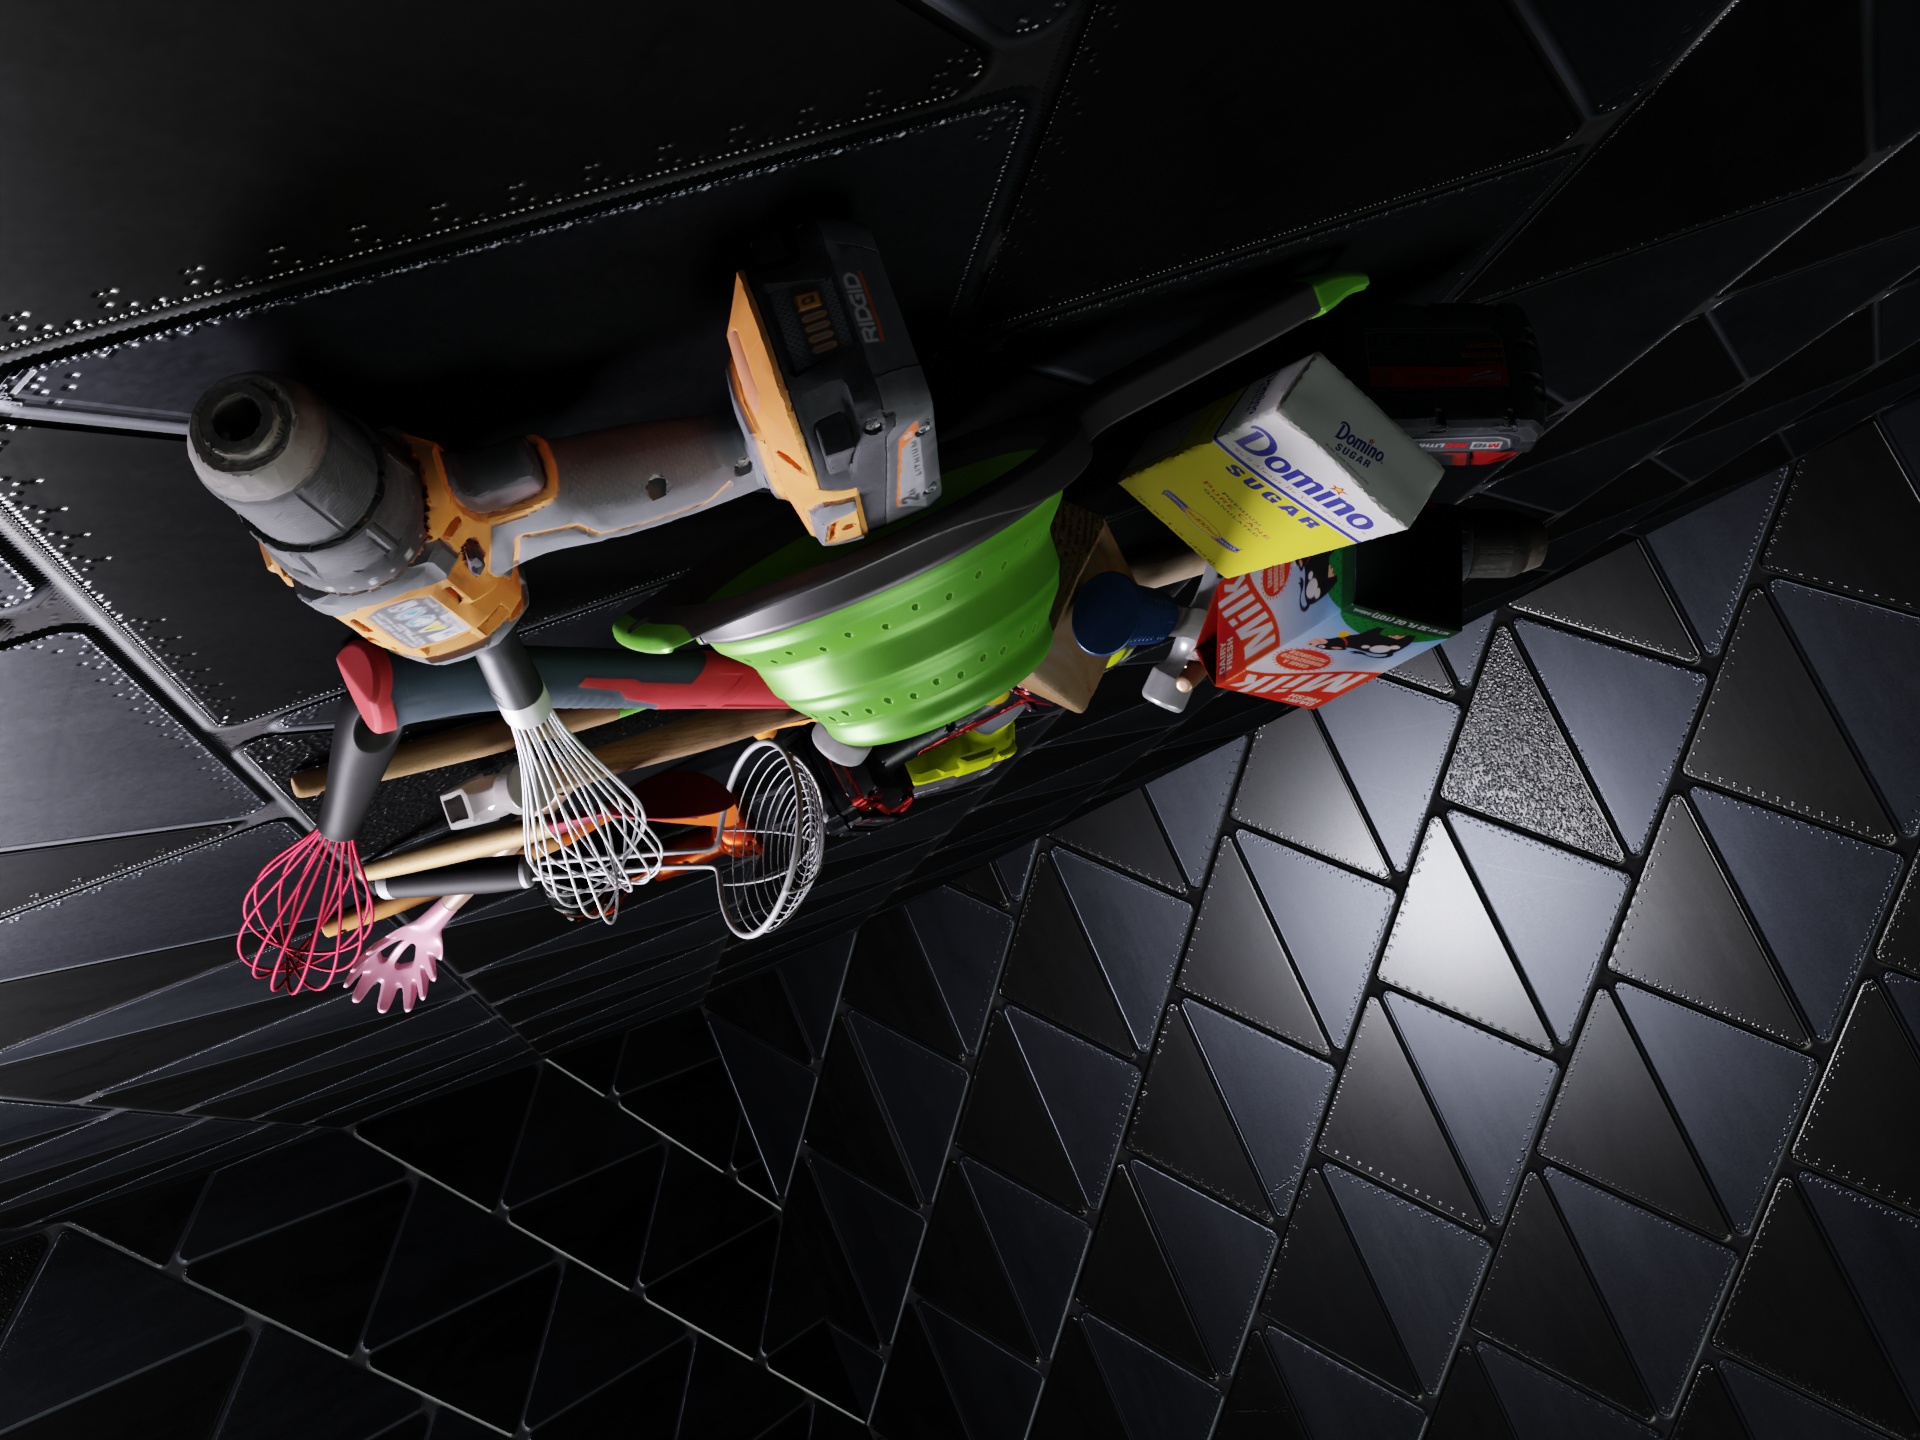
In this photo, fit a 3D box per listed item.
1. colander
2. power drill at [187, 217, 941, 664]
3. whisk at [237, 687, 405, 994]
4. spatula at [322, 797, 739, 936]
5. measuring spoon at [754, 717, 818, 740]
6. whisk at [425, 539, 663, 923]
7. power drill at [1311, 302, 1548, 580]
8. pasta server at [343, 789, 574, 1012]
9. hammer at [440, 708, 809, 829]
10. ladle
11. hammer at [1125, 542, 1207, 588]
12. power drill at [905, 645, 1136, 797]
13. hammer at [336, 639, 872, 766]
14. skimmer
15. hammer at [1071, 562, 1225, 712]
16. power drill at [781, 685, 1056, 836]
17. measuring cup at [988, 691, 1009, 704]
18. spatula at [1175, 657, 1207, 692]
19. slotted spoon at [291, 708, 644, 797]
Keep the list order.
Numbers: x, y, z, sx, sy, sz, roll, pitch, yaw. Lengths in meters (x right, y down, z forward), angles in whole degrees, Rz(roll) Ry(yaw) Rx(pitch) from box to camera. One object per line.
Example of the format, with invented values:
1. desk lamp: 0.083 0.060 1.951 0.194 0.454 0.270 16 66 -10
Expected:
1. colander: 0.042 -0.092 0.728 0.397 0.094 0.205 -30 -162 -18
2. power drill: -0.126 -0.093 0.537 0.226 0.084 0.185 -19 169 -2
3. whisk: -0.336 0.066 0.849 0.073 0.073 0.295 -16 154 -40
4. spatula: -0.331 0.108 1.226 0.322 0.041 0.081 -21 158 -8
5. measuring spoon: -0.115 0.004 1.177 0.021 0.011 0.117 -21 -173 -43
6. whisk: -0.195 0.011 0.744 0.070 0.070 0.284 -22 146 -11
7. power drill: 0.271 -0.142 0.927 0.188 0.080 0.226 0 157 1
8. pasta server: -0.364 0.127 1.169 0.060 0.040 0.316 30 129 -27
9. hammer: -0.184 0.012 1.036 0.130 0.031 0.331 -14 -176 44
10. ladle: -0.279 0.072 1.025 0.315 0.031 0.069 -14 -176 28
11. hammer: 0.157 -0.114 1.213 0.410 0.038 0.146 -17 170 -33
12. power drill: 0.020 -0.021 1.282 0.171 0.080 0.223 -17 164 -37
13. hammer: -0.146 -0.034 0.853 0.386 0.038 0.143 -1 130 -54
14. skimmer: -0.251 0.089 1.054 0.363 0.127 0.090 -6 163 18
15. hammer: 0.127 -0.068 0.981 0.144 0.035 0.405 -66 167 9
16. power drill: -0.002 -0.004 1.109 0.219 0.078 0.143 -30 171 11
17. measuring cup: -0.022 -0.019 0.938 0.156 0.029 0.062 12 124 -43
18. spatula: 0.220 -0.084 1.132 0.082 0.044 0.317 -43 180 39
19. slotted spoon: -0.225 -0.003 0.925 0.313 0.031 0.070 -16 168 -30
